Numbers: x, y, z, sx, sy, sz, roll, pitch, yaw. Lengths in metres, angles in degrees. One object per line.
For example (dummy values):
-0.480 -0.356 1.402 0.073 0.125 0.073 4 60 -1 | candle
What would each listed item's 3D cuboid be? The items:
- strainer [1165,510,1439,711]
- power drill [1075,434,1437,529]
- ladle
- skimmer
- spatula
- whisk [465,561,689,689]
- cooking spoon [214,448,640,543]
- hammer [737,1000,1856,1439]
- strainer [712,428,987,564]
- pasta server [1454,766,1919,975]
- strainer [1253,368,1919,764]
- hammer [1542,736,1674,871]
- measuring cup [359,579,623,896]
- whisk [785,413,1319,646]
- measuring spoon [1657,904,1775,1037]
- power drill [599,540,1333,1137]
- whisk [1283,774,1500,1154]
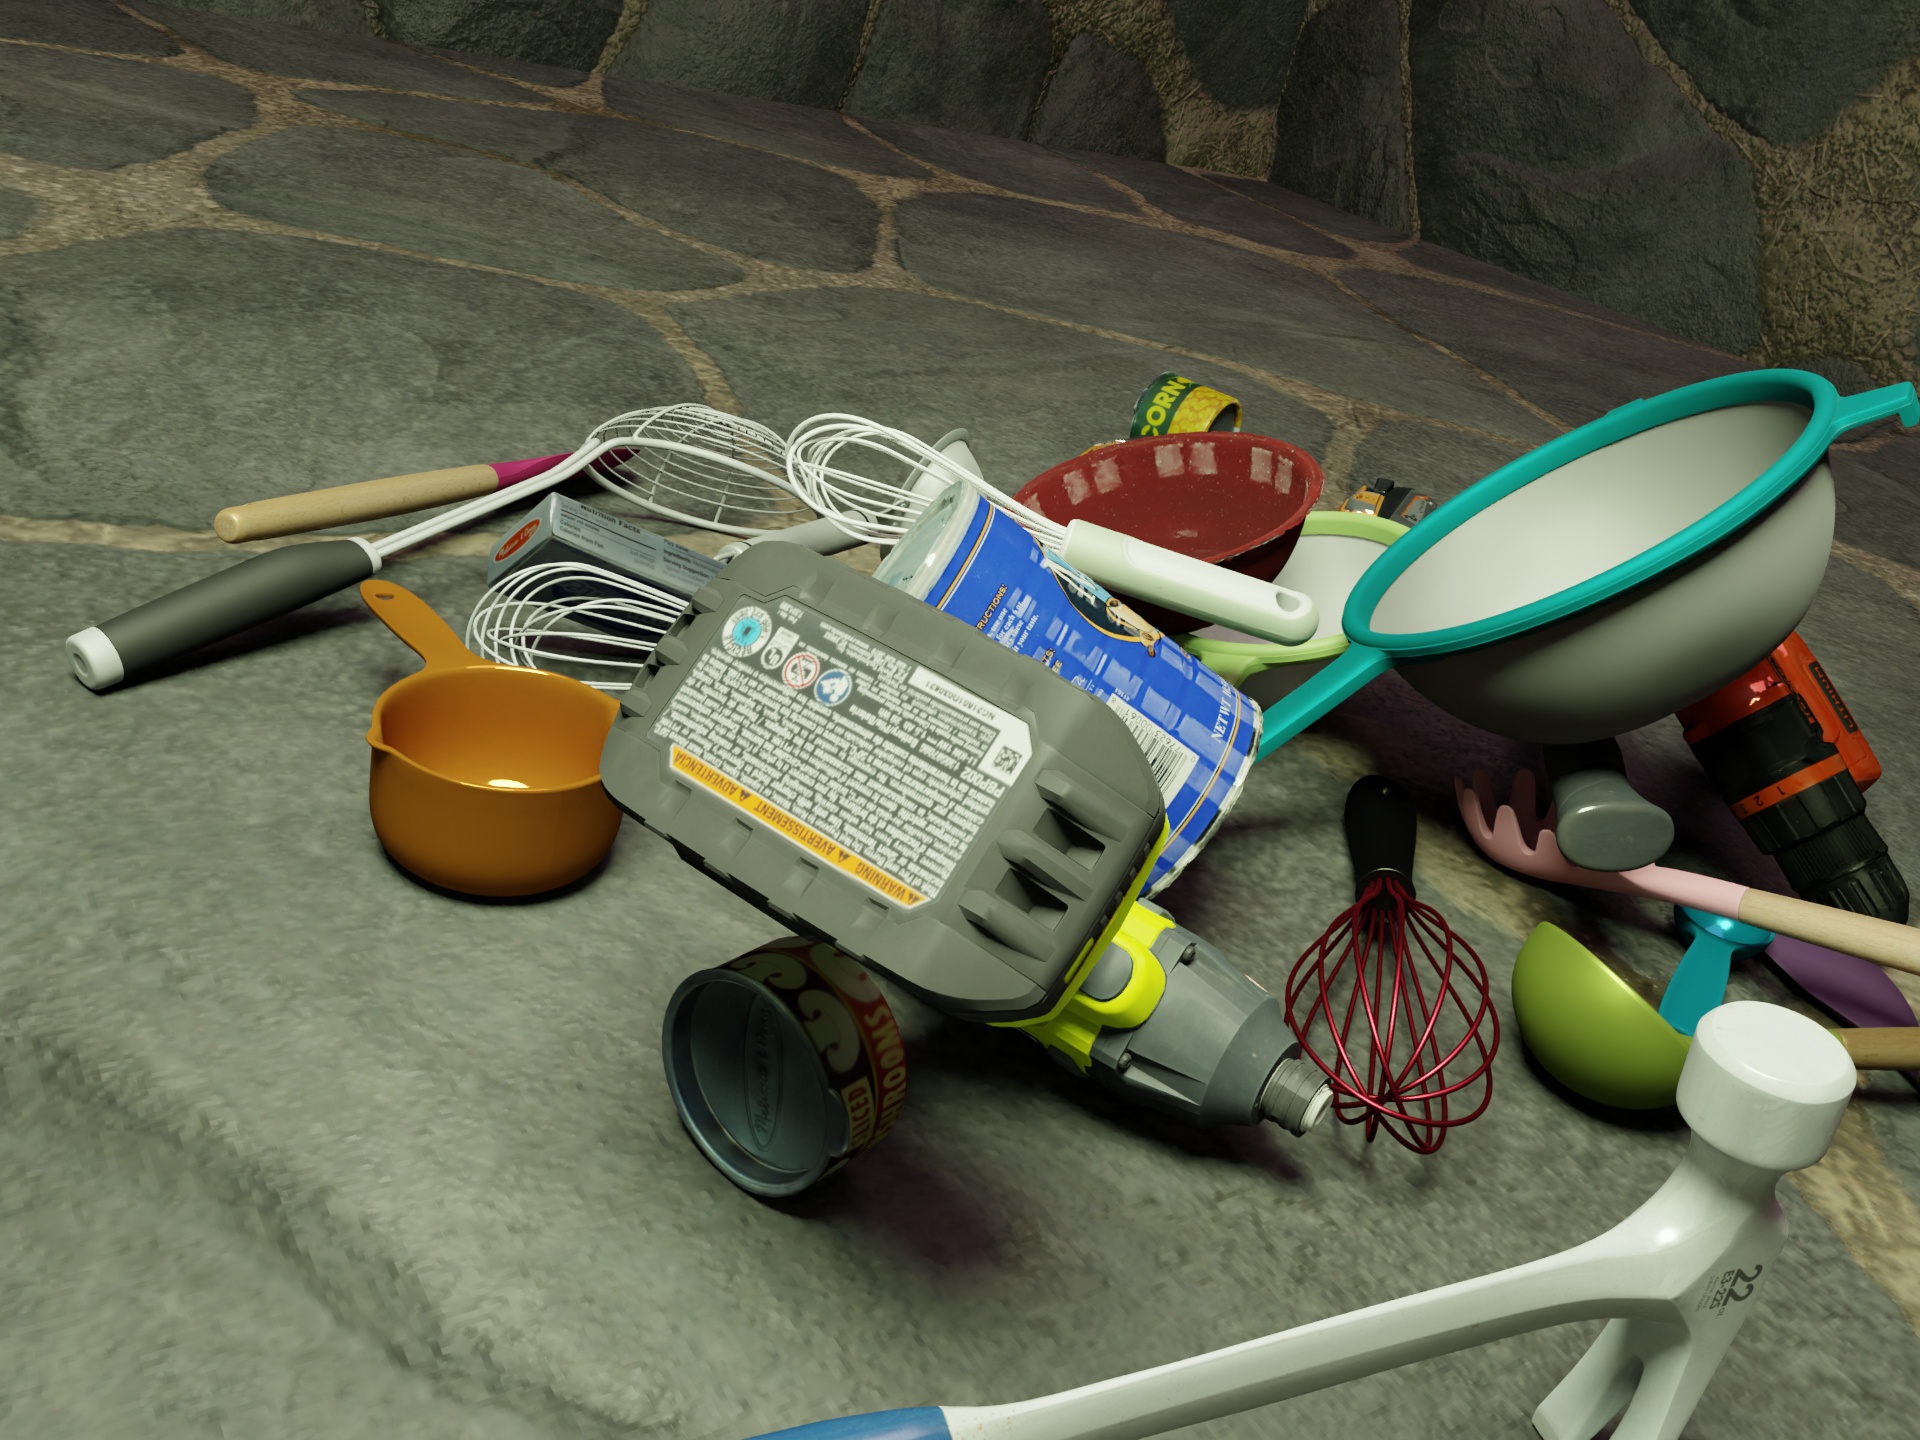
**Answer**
0.145 -0.017 0.786 0.151 0.069 0.256 9 39 34 | strainer
0.175 -0.126 0.994 0.226 0.084 0.185 16 24 13 | power drill
0.355 0.113 0.602 0.320 0.062 0.078 3 16 -14 | ladle
-0.210 -0.067 0.723 0.127 0.090 0.363 4 27 39 | skimmer
0.393 0.153 0.612 0.059 0.018 0.316 9 26 -12 | spatula
-0.065 -0.019 0.681 0.284 0.070 0.070 7 26 -25 | whisk
-0.244 -0.114 0.770 0.069 0.017 0.319 -5 12 17 | cooking spoon
0.007 0.155 0.329 0.405 0.144 0.035 -7 30 -20 | hammer
-0.046 -0.098 0.813 0.050 0.086 0.258 35 31 18 | strainer
0.345 0.075 0.640 0.060 0.040 0.316 -11 20 -43 | pasta server
0.225 -0.018 0.672 0.340 0.095 0.211 -35 13 -2 | strainer
0.302 -0.010 0.802 0.149 0.036 0.409 9 18 14 | hammer
-0.185 0.003 0.581 0.095 0.052 0.174 -9 32 -39 | measuring cup
0.039 -0.080 0.697 0.246 0.059 0.058 18 47 2 | whisk
0.308 0.110 0.665 0.042 0.021 0.128 26 37 23 | measuring spoon
0.015 0.050 0.447 0.171 0.080 0.223 28 -11 29 | power drill
0.164 0.075 0.614 0.073 0.073 0.296 18 20 8 | whisk
